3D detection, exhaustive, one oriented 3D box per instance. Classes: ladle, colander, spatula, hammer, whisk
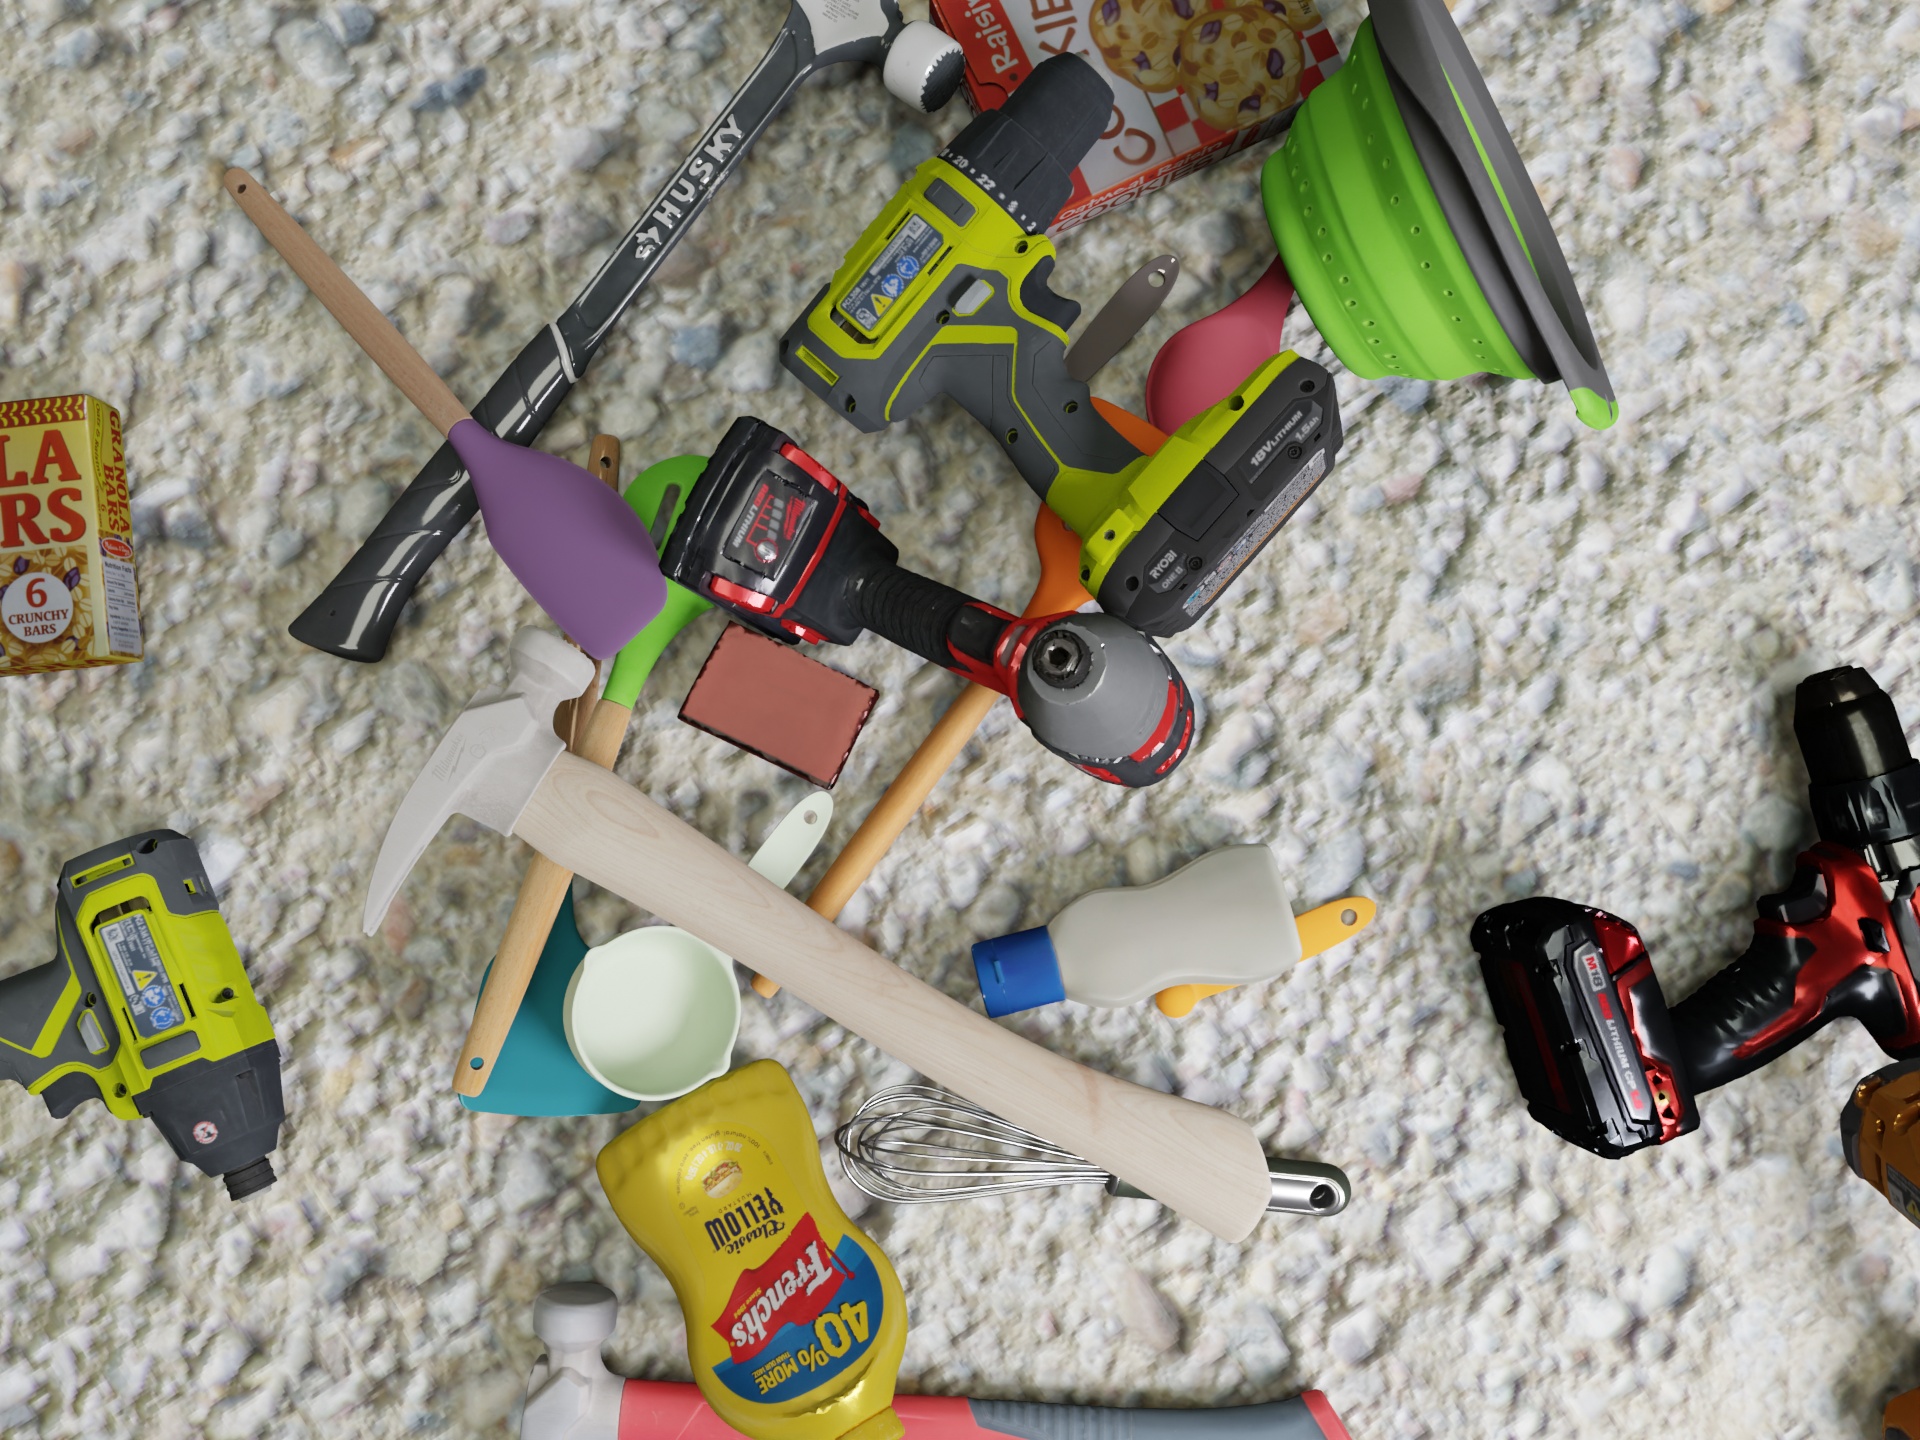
[{"bbox_3d":[0.179,-0.256,0.775,0.069,0.031,0.315,31,85,-12],"label":"ladle"},{"bbox_3d":[0.166,-0.293,0.702,0.094,0.204,0.397,-24,86,29],"label":"colander"},{"bbox_3d":[-0.179,0.020,0.743,0.082,0.044,0.317,7,85,-24],"label":"spatula"},{"bbox_3d":[-0.001,-0.002,0.750,0.081,0.041,0.322,36,88,13],"label":"spatula"},{"bbox_3d":[-0.008,0.347,0.736,0.386,0.038,0.143,4,88,-1],"label":"hammer"},{"bbox_3d":[-0.050,0.123,0.691,0.410,0.038,0.146,31,73,-5],"label":"hammer"},{"bbox_3d":[-0.243,-0.152,0.730,0.060,0.018,0.316,-44,77,-1],"label":"spatula"},{"bbox_3d":[-0.179,-0.193,0.750,0.149,0.036,0.409,38,90,14],"label":"hammer"},{"bbox_3d":[0.063,0.208,0.740,0.246,0.059,0.058,7,98,-6],"label":"whisk"}]

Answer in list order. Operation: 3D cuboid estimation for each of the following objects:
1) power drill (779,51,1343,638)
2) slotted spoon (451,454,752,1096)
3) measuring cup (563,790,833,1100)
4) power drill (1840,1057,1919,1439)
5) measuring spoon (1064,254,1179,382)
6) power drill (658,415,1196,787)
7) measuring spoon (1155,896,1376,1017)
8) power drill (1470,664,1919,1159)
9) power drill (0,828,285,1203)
[{"bbox_3d":[0.055,-0.166,0.703,0.228,0.080,0.190,43,98,13],"label":"power drill"},{"bbox_3d":[-0.164,0.017,0.723,0.070,0.031,0.314,22,77,-14],"label":"slotted spoon"},{"bbox_3d":[-0.116,0.098,0.734,0.083,0.038,0.168,44,65,-14],"label":"measuring cup"},{"bbox_3d":[0.455,0.276,0.655,0.084,0.185,0.226,-19,109,-3],"label":"power drill"},{"bbox_3d":[0.066,-0.180,0.777,0.034,0.018,0.124,40,80,1],"label":"measuring spoon"},{"bbox_3d":[-0.010,-0.044,0.675,0.220,0.143,0.078,27,89,21],"label":"power drill"},{"bbox_3d":[0.148,0.113,0.763,0.117,0.011,0.021,-25,88,-3],"label":"measuring spoon"},{"bbox_3d":[0.362,0.090,0.741,0.226,0.080,0.188,-17,88,-5],"label":"power drill"},{"bbox_3d":[-0.428,0.168,0.715,0.223,0.080,0.171,-22,88,-6],"label":"power drill"}]
